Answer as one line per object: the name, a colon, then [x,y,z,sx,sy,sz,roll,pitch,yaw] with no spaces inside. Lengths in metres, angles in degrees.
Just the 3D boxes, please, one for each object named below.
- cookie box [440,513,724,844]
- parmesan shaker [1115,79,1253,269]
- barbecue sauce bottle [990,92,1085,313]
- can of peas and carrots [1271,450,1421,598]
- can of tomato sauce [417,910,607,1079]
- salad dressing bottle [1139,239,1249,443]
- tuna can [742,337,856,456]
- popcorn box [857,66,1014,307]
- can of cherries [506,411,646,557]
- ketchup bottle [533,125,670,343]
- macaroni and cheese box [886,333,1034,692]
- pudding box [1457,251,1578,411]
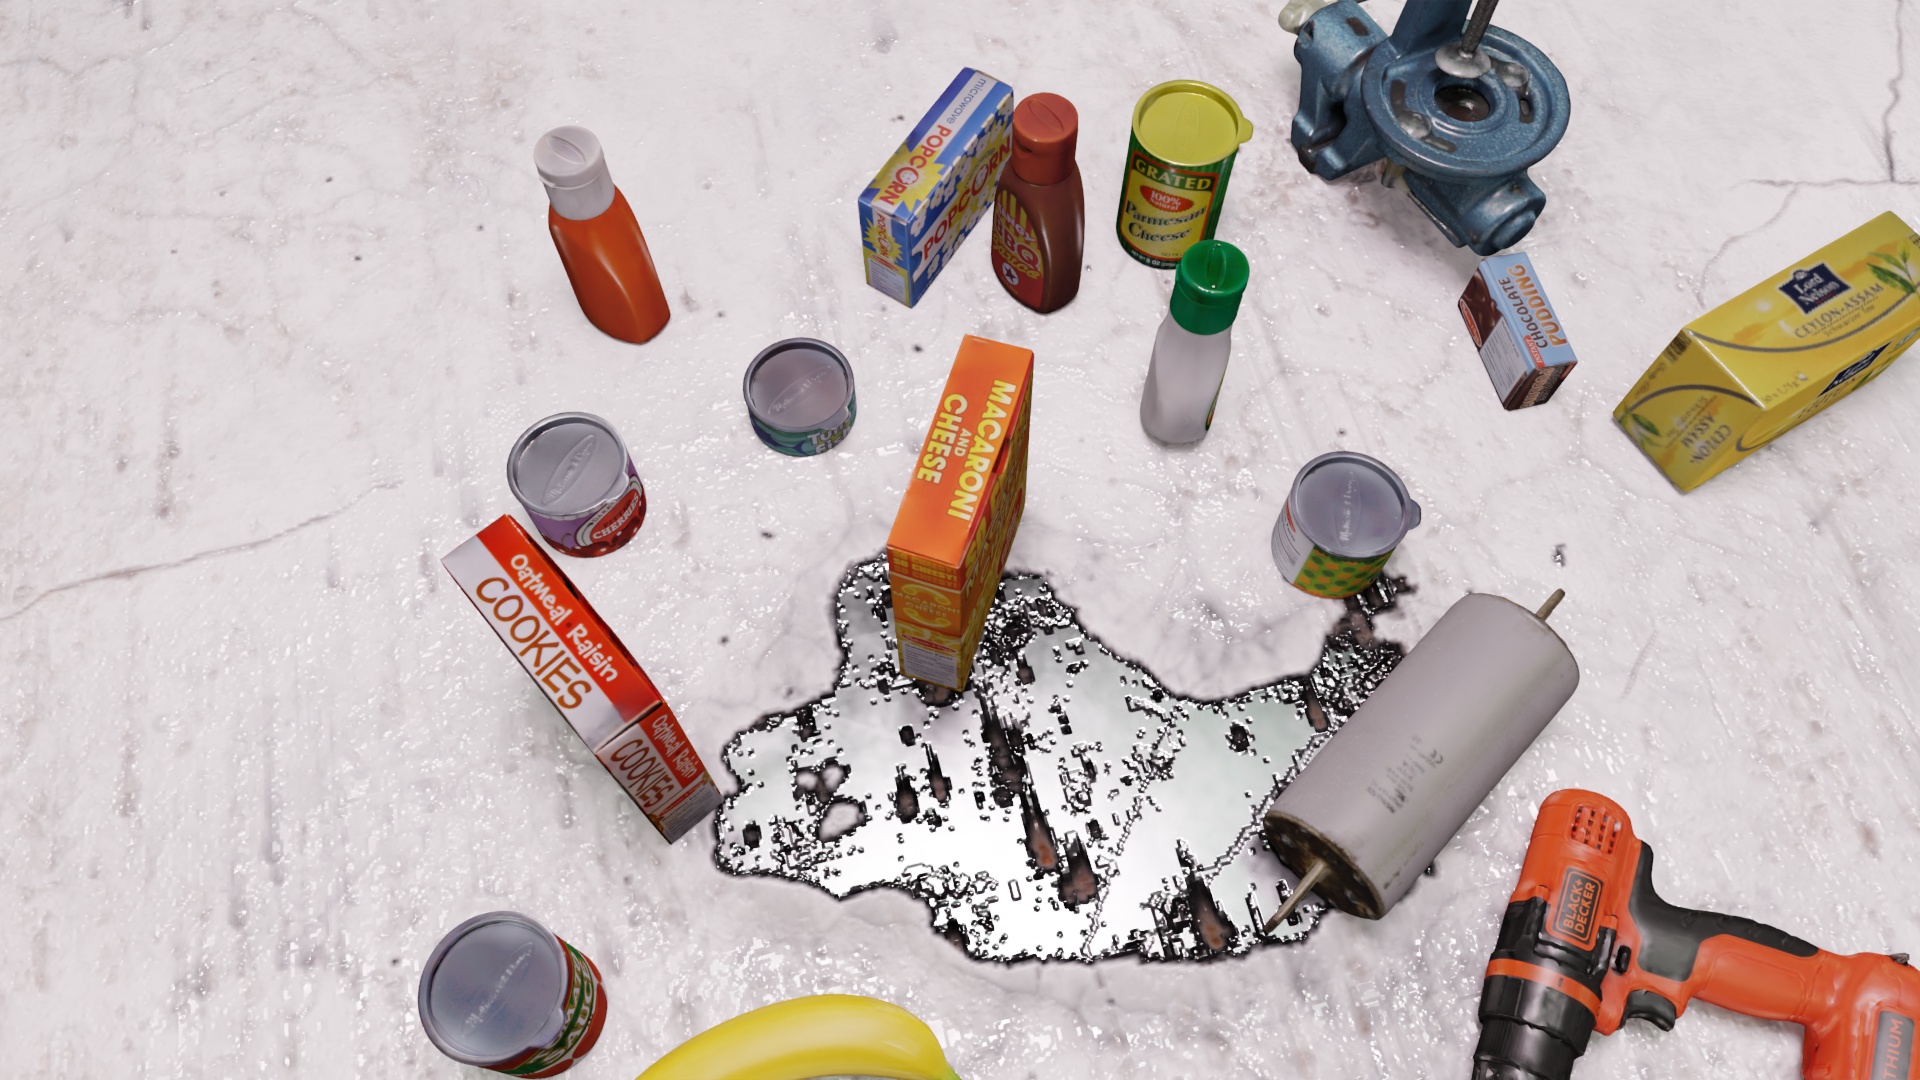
cookie box: [-0.179,0.073,0.679,0.040,0.166,0.123,-39,70,-17]
parmesan shaker: [0.136,-0.223,0.861,0.071,0.102,0.071,0,64,0]
barbecue sauce bottle: [0.047,-0.200,0.824,0.044,0.148,0.065,-34,69,-15]
can of peas and carrots: [0.215,-0.008,0.780,0.071,0.058,0.071,0,64,0]
can of tomato sauce: [-0.206,0.217,0.655,0.071,0.082,0.071,0,64,0]
salad dressing bottle: [0.131,-0.109,0.780,0.044,0.147,0.064,8,64,4]
tuna can: [-0.094,-0.084,0.831,0.071,0.032,0.071,0,64,0]
popcorn box: [-0.013,-0.221,0.869,0.038,0.085,0.127,29,67,13]
can of cherries: [-0.215,-0.029,0.789,0.071,0.058,0.072,0,64,0]
ketchup bottle: [-0.212,-0.177,0.812,0.065,0.148,0.044,35,69,15]
macaroni and cheese box: [0.003,-0.009,0.720,0.040,0.165,0.124,16,65,7]
pudding box: [0.337,-0.128,0.844,0.030,0.049,0.084,-11,65,-5]
